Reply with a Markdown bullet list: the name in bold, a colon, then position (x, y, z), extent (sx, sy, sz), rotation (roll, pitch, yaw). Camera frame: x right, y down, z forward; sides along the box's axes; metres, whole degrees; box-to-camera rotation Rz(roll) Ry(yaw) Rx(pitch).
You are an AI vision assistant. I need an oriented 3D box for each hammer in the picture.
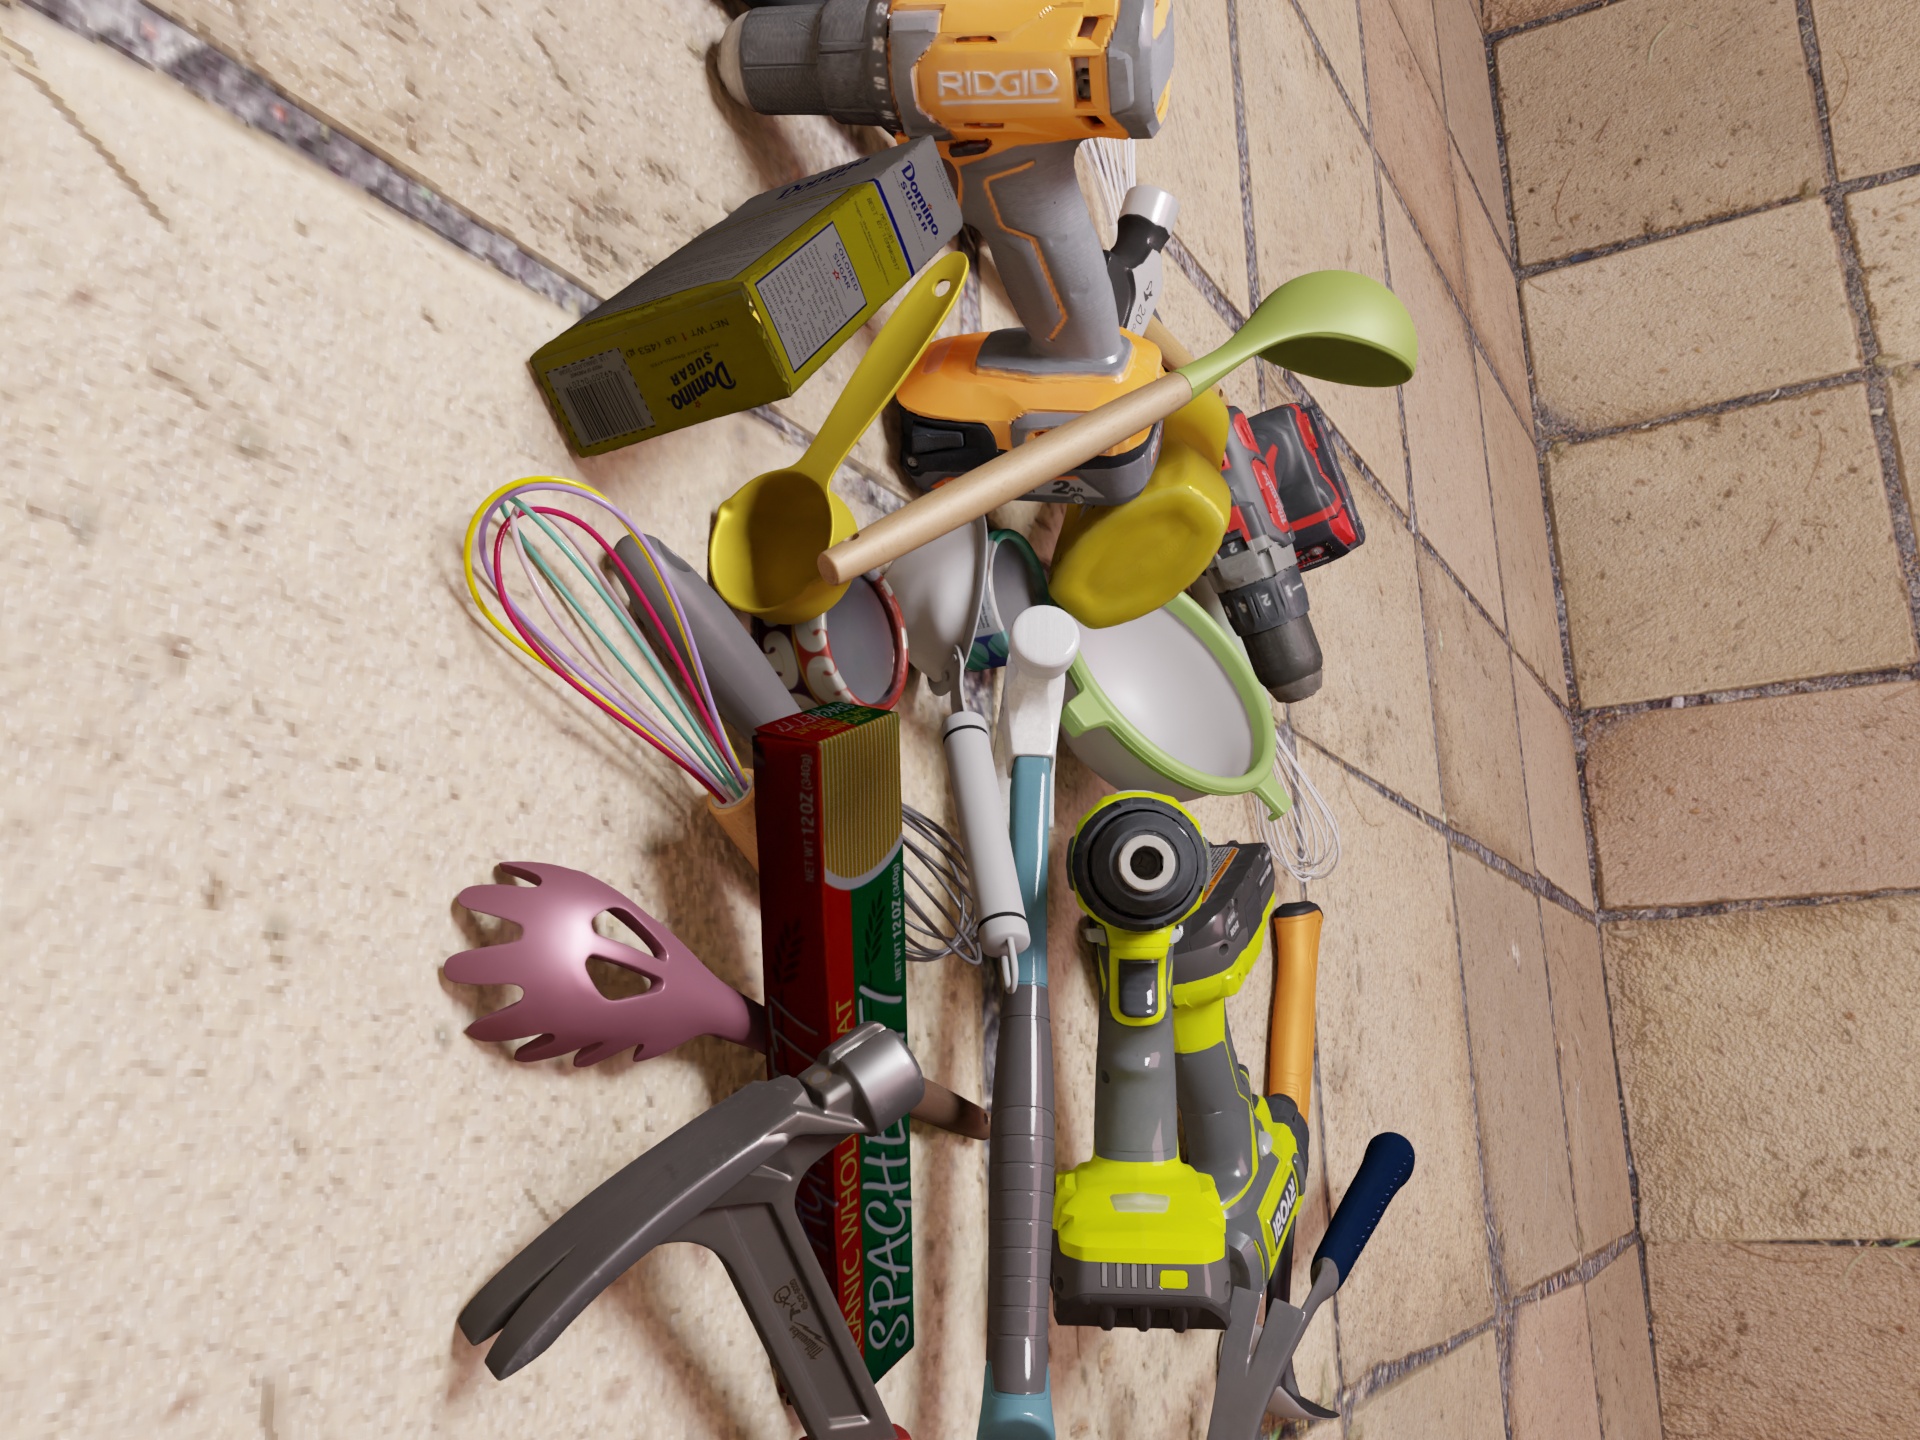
- **hammer**: position (0.217, 0.273, 1.037), extent (0.127, 0.034, 0.337), rotation (50, 41, -42)
- **hammer**: position (0.207, 0.317, 0.905), extent (0.405, 0.035, 0.144), rotation (-15, 116, -63)
- **hammer**: position (-0.032, 0.278, 0.547), extent (0.149, 0.037, 0.358), rotation (-33, 121, -26)
- **hammer**: position (0.027, 0.127, 0.666), extent (0.128, 0.033, 0.331), rotation (97, -4, -67)
- **hammer**: position (0.000, -0.270, 0.779), extent (0.334, 0.035, 0.146), rotation (26, 81, -50)

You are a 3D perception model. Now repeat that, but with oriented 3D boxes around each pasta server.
- **pasta server**: position (-0.064, 0.120, 0.584), extent (0.315, 0.040, 0.060), rotation (42, 46, -55)

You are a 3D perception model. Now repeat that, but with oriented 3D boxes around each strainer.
- **strainer**: position (-0.001, -0.002, 0.660), extent (0.050, 0.086, 0.259), rotation (5, 49, -19)
- **strainer**: position (0.086, -0.048, 0.881), extent (0.151, 0.069, 0.257), rotation (22, 40, -29)

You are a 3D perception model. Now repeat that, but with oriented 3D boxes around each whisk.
- **whisk**: position (-0.056, 0.018, 0.609), extent (0.238, 0.055, 0.055), rotation (54, 38, -33)
- **whisk**: position (0.203, 0.001, 1.088), extent (0.058, 0.059, 0.246), rotation (-34, 107, -41)
- **whisk**: position (0.097, -0.333, 0.985), extent (0.070, 0.070, 0.284), rotation (-43, 124, -57)
- **whisk**: position (-0.093, 0.012, 0.553), extent (0.047, 0.051, 0.244), rotation (-54, 136, -26)

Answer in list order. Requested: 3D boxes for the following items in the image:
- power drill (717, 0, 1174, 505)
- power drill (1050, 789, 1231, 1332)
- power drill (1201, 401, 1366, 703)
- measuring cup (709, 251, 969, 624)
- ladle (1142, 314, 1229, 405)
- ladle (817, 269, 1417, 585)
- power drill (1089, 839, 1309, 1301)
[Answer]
- **power drill**: position (0.001, -0.208, 0.689), extent (0.226, 0.185, 0.084), rotation (80, 21, -44)
- **power drill**: position (0.079, 0.144, 0.709), extent (0.190, 0.080, 0.228), rotation (50, 40, -84)
- **power drill**: position (0.207, -0.120, 1.054), extent (0.188, 0.080, 0.227), rotation (68, 25, -5)
- **measuring cup**: position (-0.037, -0.105, 0.600), extent (0.156, 0.062, 0.029), rotation (-56, 147, 2)
- **ladle**: position (0.081, -0.258, 0.928), extent (0.315, 0.031, 0.069), rotation (29, 72, -49)
- **ladle**: position (0.074, -0.114, 0.648), extent (0.320, 0.078, 0.062), rotation (-31, 118, -30)
- **power drill**: position (0.147, 0.188, 0.897), extent (0.171, 0.080, 0.223), rotation (-38, 118, -59)
